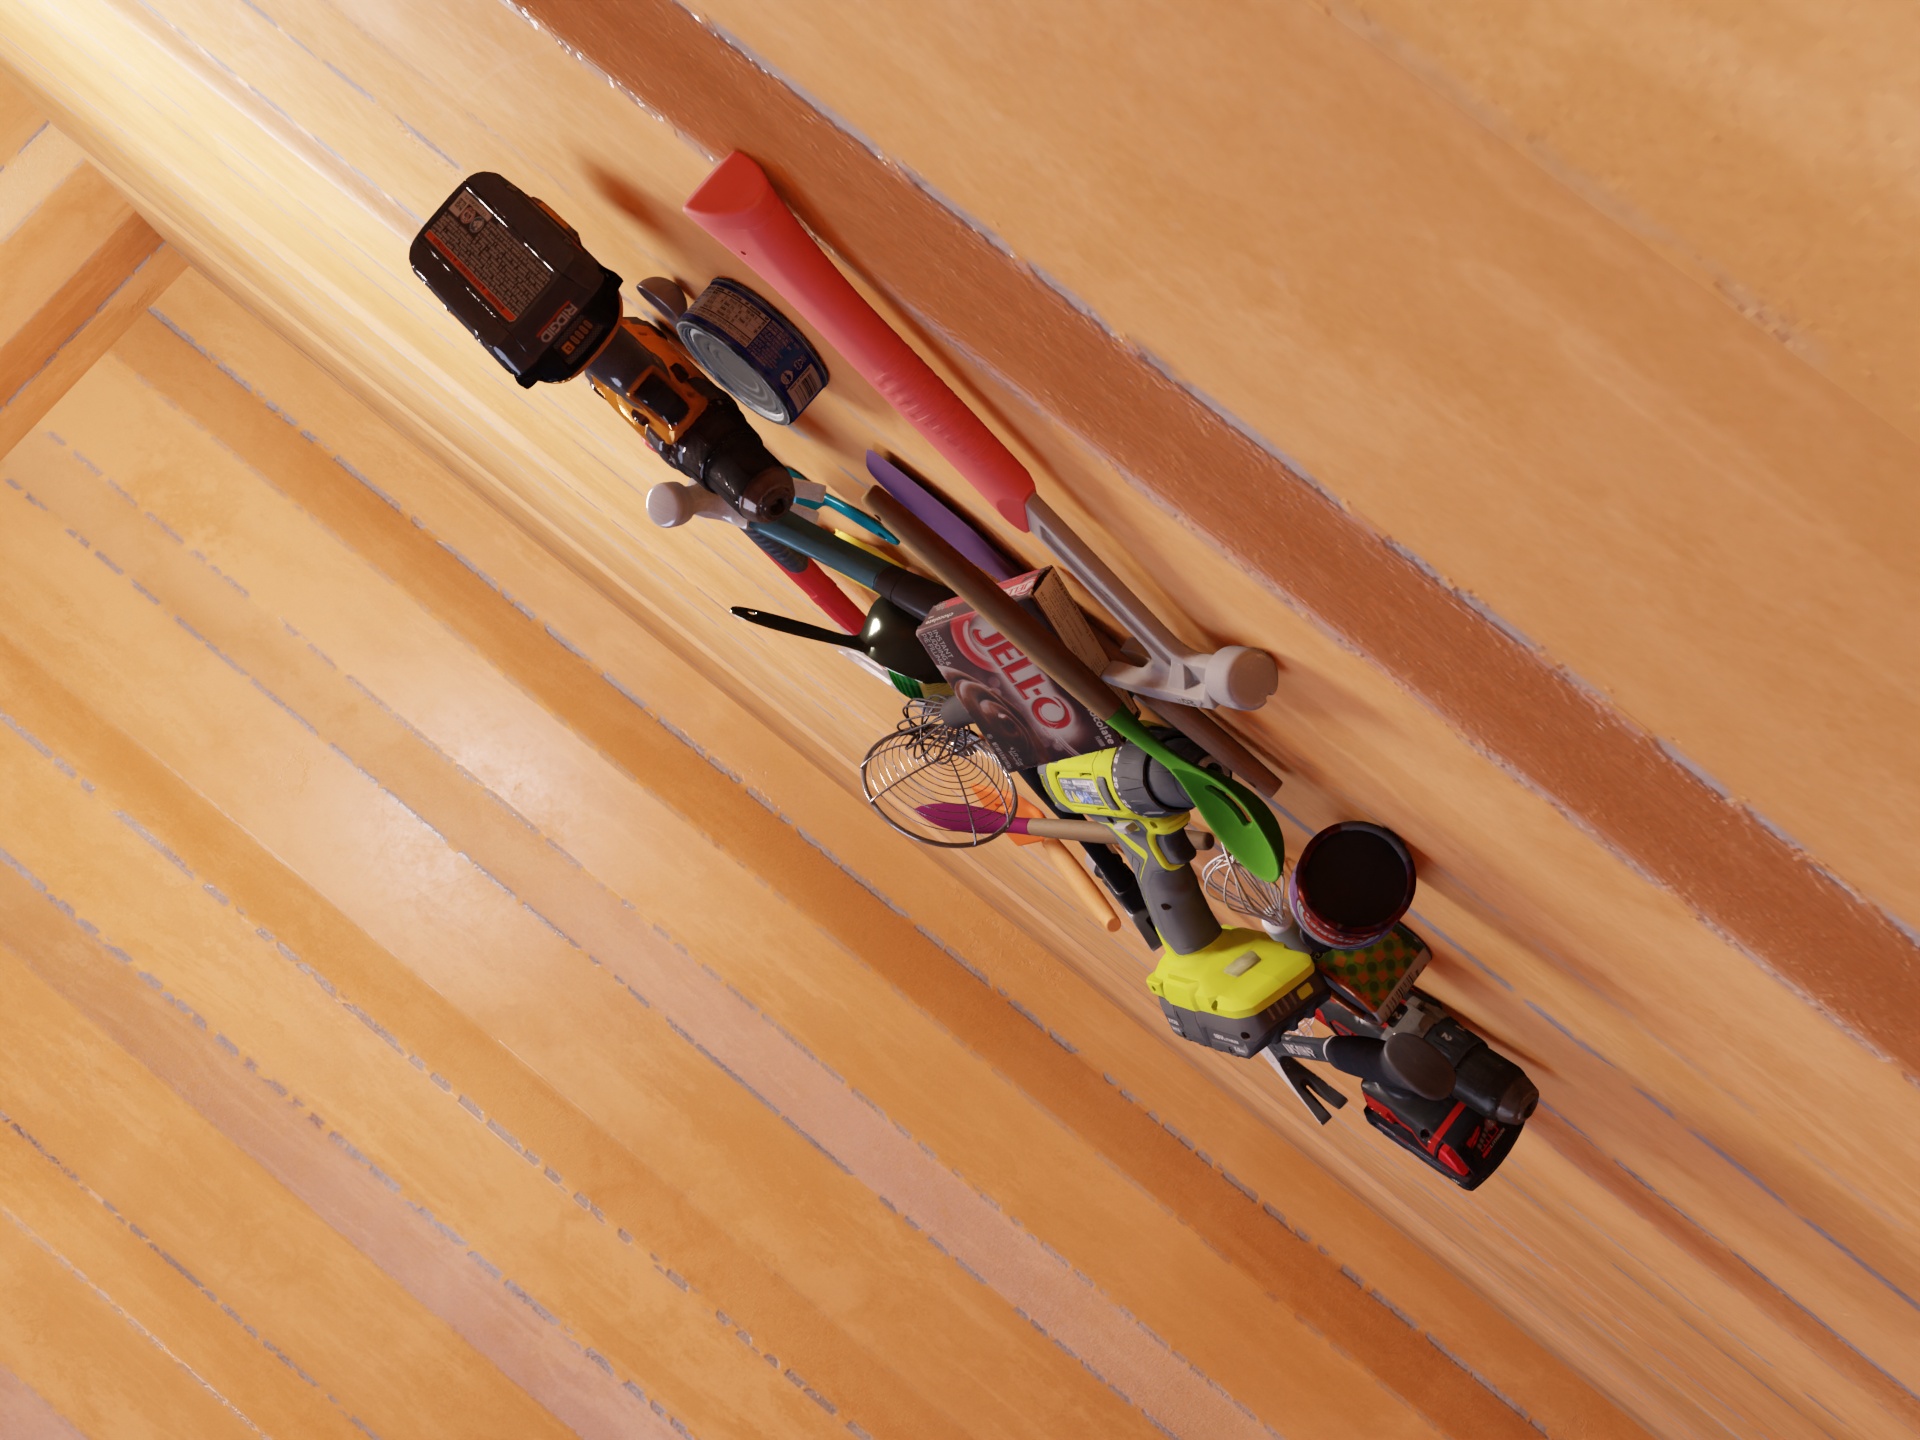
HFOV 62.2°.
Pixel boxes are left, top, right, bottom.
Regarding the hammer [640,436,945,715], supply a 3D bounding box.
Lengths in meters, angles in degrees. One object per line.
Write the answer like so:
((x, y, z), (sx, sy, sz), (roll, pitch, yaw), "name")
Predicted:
((-0.141, -0.131, 1.304), (0.143, 0.038, 0.385), (33, 172, 41), "hammer")

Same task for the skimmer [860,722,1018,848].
((-0.010, 0.049, 1.377), (0.127, 0.090, 0.363), (21, -179, 2), "skimmer")

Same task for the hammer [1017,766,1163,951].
((0.096, 0.083, 1.398), (0.334, 0.035, 0.146), (52, 180, -43), "hammer")

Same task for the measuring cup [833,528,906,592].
((-0.089, -0.122, 1.191), (0.062, 0.029, 0.157), (28, 179, -25), "measuring cup")

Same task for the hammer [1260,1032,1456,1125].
((0.271, 0.245, 1.153), (0.149, 0.036, 0.409), (47, 172, 4), "hammer")

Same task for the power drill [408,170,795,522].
((-0.201, -0.209, 0.956), (0.185, 0.084, 0.226), (45, -175, 25), "power drill")

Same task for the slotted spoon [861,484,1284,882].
((0.067, -0.023, 0.881), (0.313, 0.031, 0.070), (41, 167, -6), "slotted spoon")

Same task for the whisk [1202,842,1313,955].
((0.238, 0.147, 1.209), (0.246, 0.058, 0.059), (46, -157, -53), "whisk")

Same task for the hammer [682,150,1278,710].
((0.006, -0.129, 0.782), (0.358, 0.037, 0.149), (42, 170, -23), "hammer")

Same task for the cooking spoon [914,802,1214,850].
((0.079, 0.090, 1.320), (0.319, 0.017, 0.068), (1, 158, 46), "cooking spoon")

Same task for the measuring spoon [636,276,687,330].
((-0.160, -0.240, 0.986), (0.034, 0.018, 0.124), (35, 177, 25), "measuring spoon")

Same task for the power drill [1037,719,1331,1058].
((0.152, 0.103, 1.050), (0.228, 0.080, 0.190), (63, 160, -10), "power drill")

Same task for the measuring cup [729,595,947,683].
((-0.068, -0.068, 1.054), (0.167, 0.038, 0.083), (12, -155, -22), "measuring cup")

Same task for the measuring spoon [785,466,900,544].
((-0.092, -0.145, 1.131), (0.129, 0.021, 0.042), (32, 169, 36), "measuring spoon")

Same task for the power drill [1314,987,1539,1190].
((0.369, 0.278, 1.220), (0.188, 0.080, 0.226), (31, 165, 43), "power drill")

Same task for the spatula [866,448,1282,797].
((0.065, -0.058, 0.951), (0.316, 0.018, 0.059), (39, 170, 6), "spatula")

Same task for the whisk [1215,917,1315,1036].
((0.230, 0.196, 1.421), (0.284, 0.070, 0.070), (48, 168, -21), "whisk")

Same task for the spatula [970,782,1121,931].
((0.078, 0.121, 1.378), (0.081, 0.041, 0.323), (53, 180, -20), "spatula")

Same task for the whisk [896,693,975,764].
((-0.002, -0.002, 1.103), (0.055, 0.055, 0.239), (40, 166, -6), "whisk")

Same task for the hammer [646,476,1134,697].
((-0.038, -0.086, 1.032), (0.331, 0.033, 0.128), (28, -154, 18), "hammer")
